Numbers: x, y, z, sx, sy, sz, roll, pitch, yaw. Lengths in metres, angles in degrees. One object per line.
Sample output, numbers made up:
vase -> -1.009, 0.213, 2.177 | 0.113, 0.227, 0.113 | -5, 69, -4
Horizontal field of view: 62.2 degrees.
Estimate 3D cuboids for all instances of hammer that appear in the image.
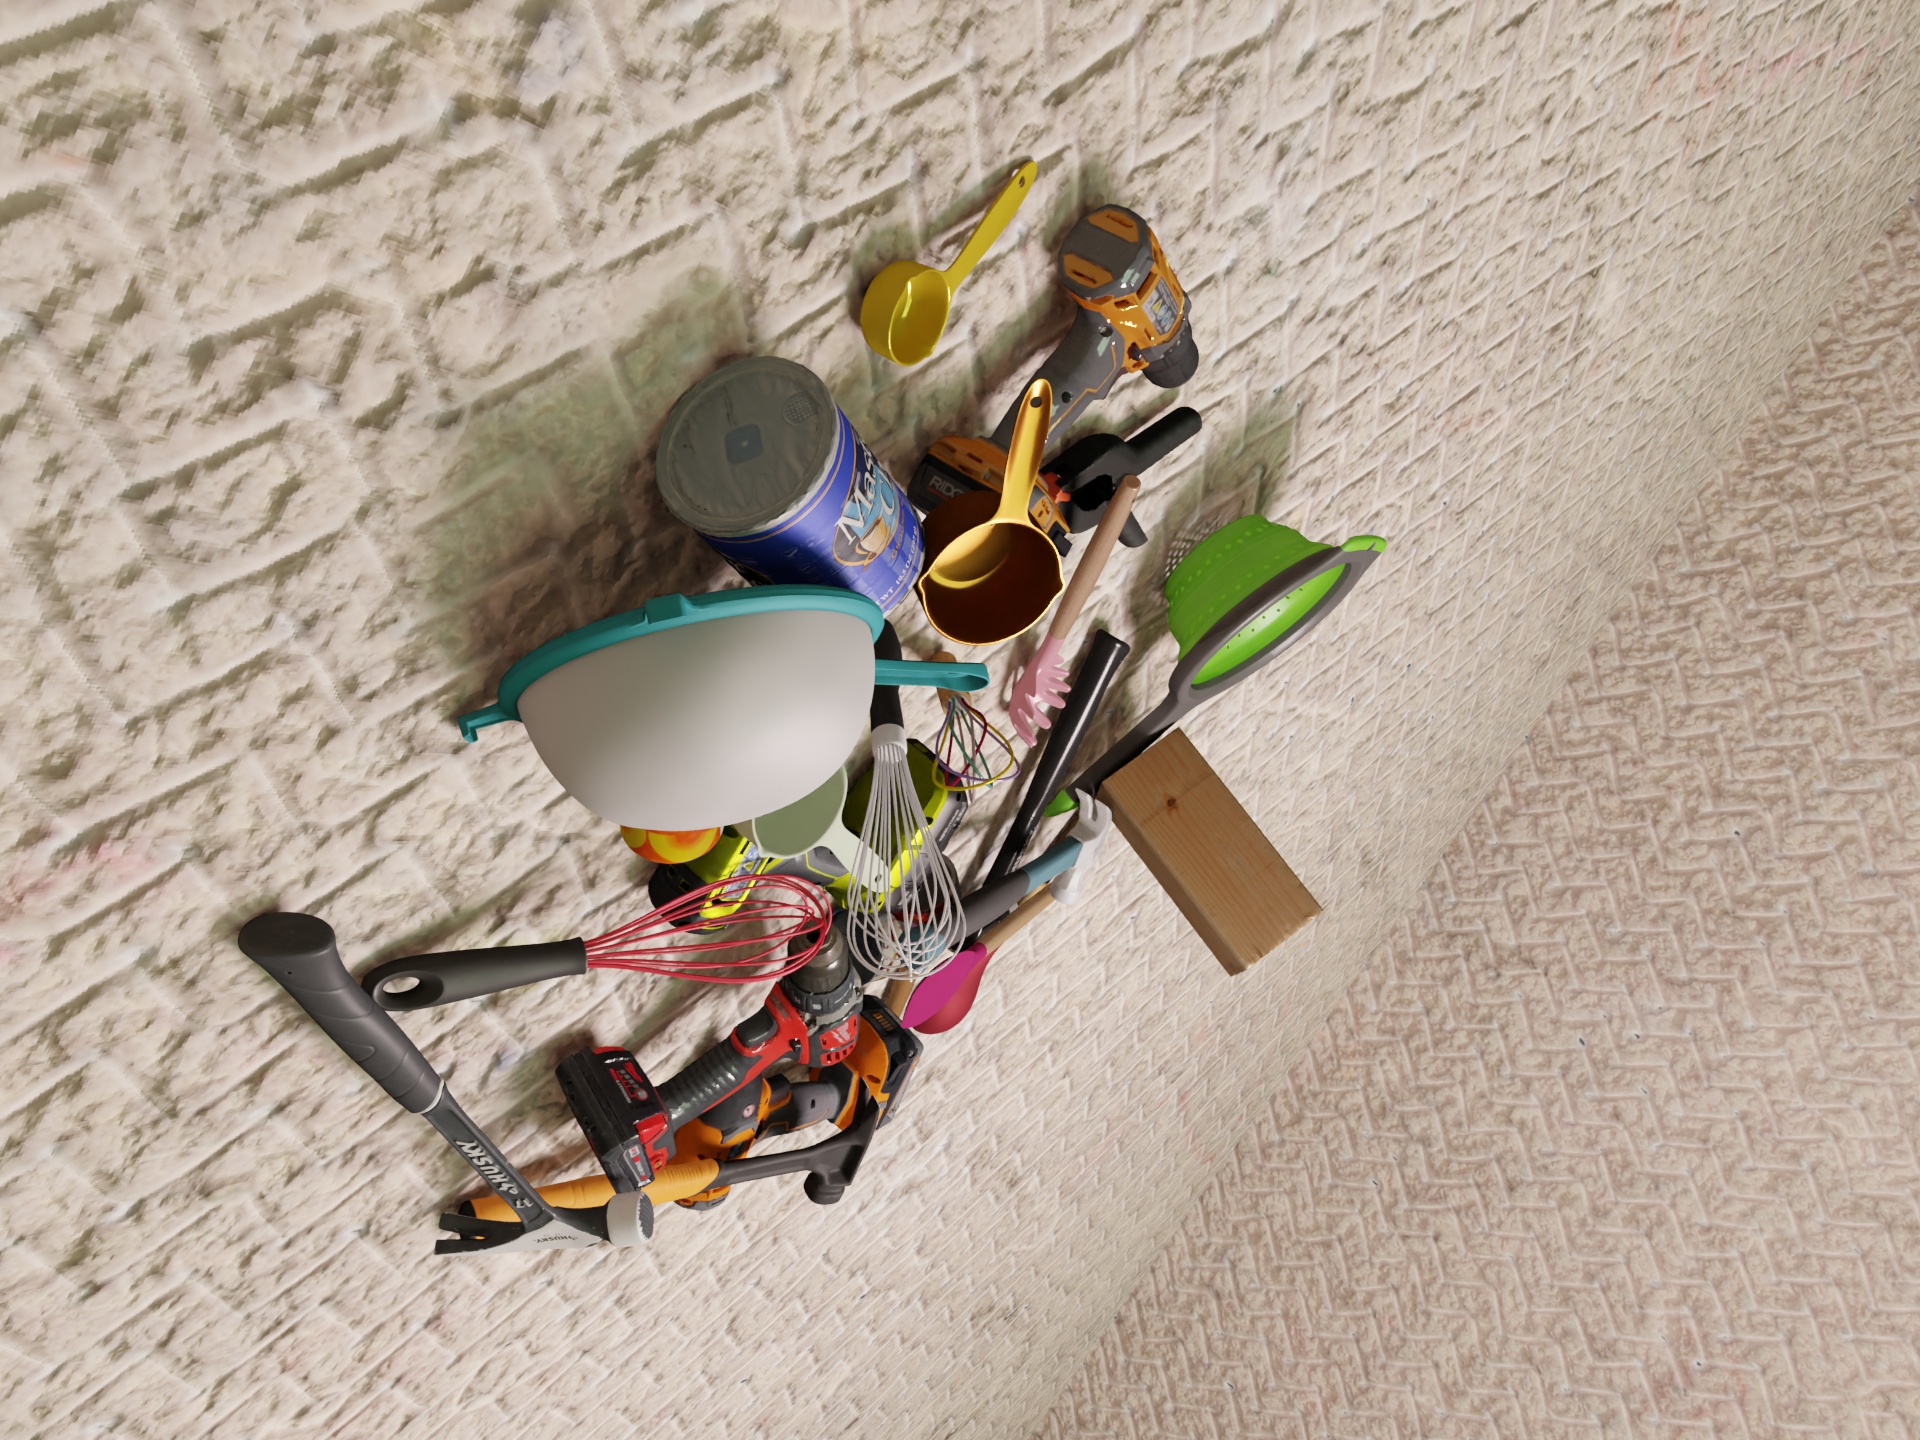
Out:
hammer -> 0.043, 0.145, 1.356 | 0.331, 0.033, 0.128 | -23, 139, -57
hammer -> -0.323, 0.238, 0.974 | 0.149, 0.036, 0.408 | -9, 139, 6
hammer -> -0.219, 0.353, 1.231 | 0.336, 0.034, 0.127 | -1, 127, -36
hammer -> 0.067, 0.068, 1.408 | 0.146, 0.035, 0.334 | -23, 141, -61

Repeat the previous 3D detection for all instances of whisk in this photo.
whisk -> -0.004, -0.003, 1.073 | 0.047, 0.051, 0.245 | -45, -162, 10
whisk -> -0.215, 0.143, 0.984 | 0.295, 0.073, 0.073 | -6, 132, -27
whisk -> -0.042, 0.040, 1.005 | 0.070, 0.285, 0.070 | -4, 140, -4

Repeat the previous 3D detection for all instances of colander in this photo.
colander -> 0.193, -0.061, 1.423 | 0.397, 0.094, 0.204 | -44, 162, 26

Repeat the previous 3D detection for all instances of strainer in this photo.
strainer -> -0.092, 0.006, 0.904 | 0.211, 0.095, 0.340 | -24, 164, 39

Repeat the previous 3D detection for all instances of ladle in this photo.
ladle -> 0.057, 0.187, 1.566 | 0.315, 0.031, 0.069 | -55, 153, 3

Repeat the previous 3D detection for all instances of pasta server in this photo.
pasta server -> 0.088, -0.078, 1.204 | 0.060, 0.040, 0.316 | -50, 171, -32

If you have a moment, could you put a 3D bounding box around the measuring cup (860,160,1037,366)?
measuring cup -> -0.006, -0.271, 0.918 | 0.156, 0.029, 0.062 | -56, 155, -18

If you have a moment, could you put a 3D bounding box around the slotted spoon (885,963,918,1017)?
slotted spoon -> -0.060, 0.259, 1.474 | 0.070, 0.031, 0.313 | -17, 136, -50

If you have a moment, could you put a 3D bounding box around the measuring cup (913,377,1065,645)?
measuring cup -> 0.020, -0.129, 0.939 | 0.095, 0.052, 0.173 | 0, 125, -22

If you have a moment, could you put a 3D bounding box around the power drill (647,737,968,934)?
power drill -> -0.099, 0.068, 1.127 | 0.223, 0.080, 0.171 | 9, 117, -56

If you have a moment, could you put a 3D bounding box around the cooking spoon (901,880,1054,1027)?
cooking spoon -> 0.029, 0.197, 1.429 | 0.319, 0.017, 0.068 | -27, 143, -58

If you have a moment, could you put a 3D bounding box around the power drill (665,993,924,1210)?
power drill -> -0.141, 0.313, 1.357 | 0.226, 0.084, 0.164 | -13, 135, -45

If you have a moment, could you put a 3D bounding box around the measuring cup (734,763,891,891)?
measuring cup -> -0.094, 0.067, 1.035 | 0.083, 0.038, 0.167 | -53, 142, -12

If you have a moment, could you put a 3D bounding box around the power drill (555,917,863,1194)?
power drill -> -0.171, 0.235, 1.153 | 0.226, 0.080, 0.187 | -28, 153, -20

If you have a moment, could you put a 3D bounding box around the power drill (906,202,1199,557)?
power drill -> 0.077, -0.205, 1.062 | 0.226, 0.084, 0.185 | -57, 155, 2
